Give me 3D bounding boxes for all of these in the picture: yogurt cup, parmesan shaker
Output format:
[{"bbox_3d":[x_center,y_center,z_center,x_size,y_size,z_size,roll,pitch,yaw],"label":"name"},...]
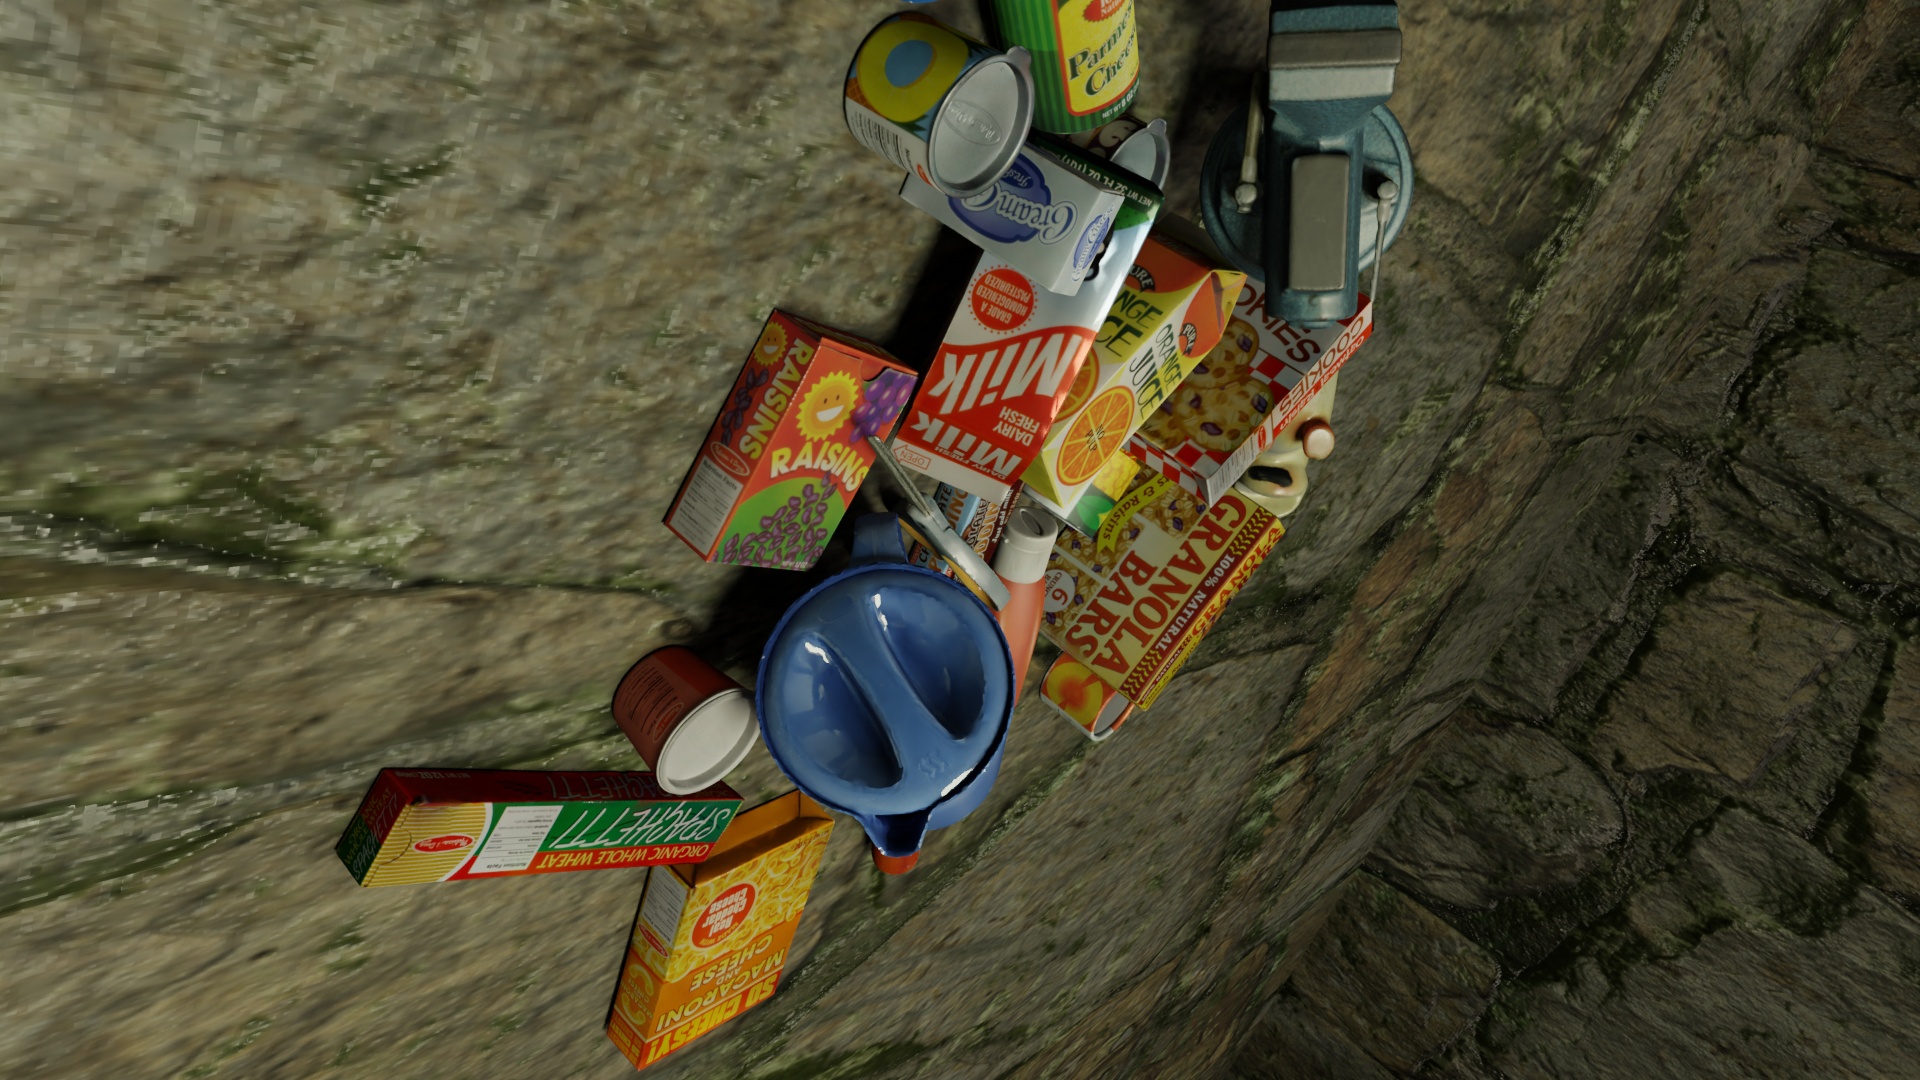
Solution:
[{"bbox_3d":[-0.148,0.093,0.742,0.073,0.054,0.072,-36,147,-28],"label":"yogurt cup"},{"bbox_3d":[0.049,-0.250,0.642,0.071,0.071,0.102,-45,150,-15],"label":"parmesan shaker"}]

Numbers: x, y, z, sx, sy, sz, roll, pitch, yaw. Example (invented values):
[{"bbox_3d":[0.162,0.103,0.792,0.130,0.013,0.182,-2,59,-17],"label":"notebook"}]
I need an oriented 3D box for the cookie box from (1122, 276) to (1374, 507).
[{"bbox_3d":[0.166,-0.118,0.899,0.168,0.123,0.040,-46,151,-13],"label":"cookie box"}]

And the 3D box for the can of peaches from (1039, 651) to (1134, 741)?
[{"bbox_3d":[0.110,0.121,1.148,0.071,0.058,0.071,-36,147,-28],"label":"can of peaches"}]

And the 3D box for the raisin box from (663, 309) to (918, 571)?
[{"bbox_3d":[-0.083,-0.047,0.699,0.086,0.040,0.123,10,112,-58],"label":"raisin box"}]

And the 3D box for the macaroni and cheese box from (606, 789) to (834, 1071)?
[{"bbox_3d":[-0.159,0.256,0.920,0.124,0.040,0.165,-15,133,-49],"label":"macaroni and cheese box"}]

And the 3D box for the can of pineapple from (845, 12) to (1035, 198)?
[{"bbox_3d":[-0.008,-0.197,0.624,0.071,0.058,0.070,-37,148,-28],"label":"can of pineapple"}]

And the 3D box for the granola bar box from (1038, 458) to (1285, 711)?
[{"bbox_3d":[0.133,0.020,1.001,0.165,0.124,0.039,-52,152,-2],"label":"granola bar box"}]

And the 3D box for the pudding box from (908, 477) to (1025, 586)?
[{"bbox_3d":[0.003,-0.011,0.875,0.050,0.030,0.083,-6,126,-53],"label":"pudding box"}]

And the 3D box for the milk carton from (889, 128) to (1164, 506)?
[{"bbox_3d":[0.030,-0.113,0.732,0.074,0.072,0.189,-84,-161,-70],"label":"milk carton"}]

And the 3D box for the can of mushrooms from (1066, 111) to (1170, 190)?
[{"bbox_3d":[0.085,-0.208,0.776,0.071,0.033,0.070,-35,147,-28],"label":"can of mushrooms"}]

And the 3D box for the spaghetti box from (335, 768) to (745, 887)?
[{"bbox_3d":[-0.210,0.151,0.741,0.050,0.029,0.250,-58,151,8],"label":"spaghetti box"}]

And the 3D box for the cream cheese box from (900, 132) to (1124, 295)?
[{"bbox_3d":[0.023,-0.163,0.660,0.024,0.104,0.053,-6,127,-56],"label":"cream cheese box"}]

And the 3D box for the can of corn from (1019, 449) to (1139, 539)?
[{"bbox_3d":[0.076,-0.042,0.910,0.058,0.071,0.071,-55,151,3],"label":"can of corn"}]

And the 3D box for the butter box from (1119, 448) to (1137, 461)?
[{"bbox_3d":[0.100,-0.060,0.969,0.103,0.024,0.053,-57,150,8],"label":"butter box"}]

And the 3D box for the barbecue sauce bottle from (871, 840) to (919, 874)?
[{"bbox_3d":[-0.047,0.190,1.009,0.065,0.044,0.147,-34,147,-30],"label":"barbecue sauce bottle"}]

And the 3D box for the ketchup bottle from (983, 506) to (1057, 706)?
[{"bbox_3d":[0.030,0.046,0.938,0.043,0.065,0.148,-6,131,-26],"label":"ketchup bottle"}]

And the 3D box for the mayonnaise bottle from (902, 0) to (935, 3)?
[{"bbox_3d":[-0.018,-0.278,0.522,0.041,0.065,0.147,-43,154,-25],"label":"mayonnaise bottle"}]

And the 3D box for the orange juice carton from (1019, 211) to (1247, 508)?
[{"bbox_3d":[0.093,-0.121,0.843,0.193,0.072,0.072,-47,151,-11],"label":"orange juice carton"}]
